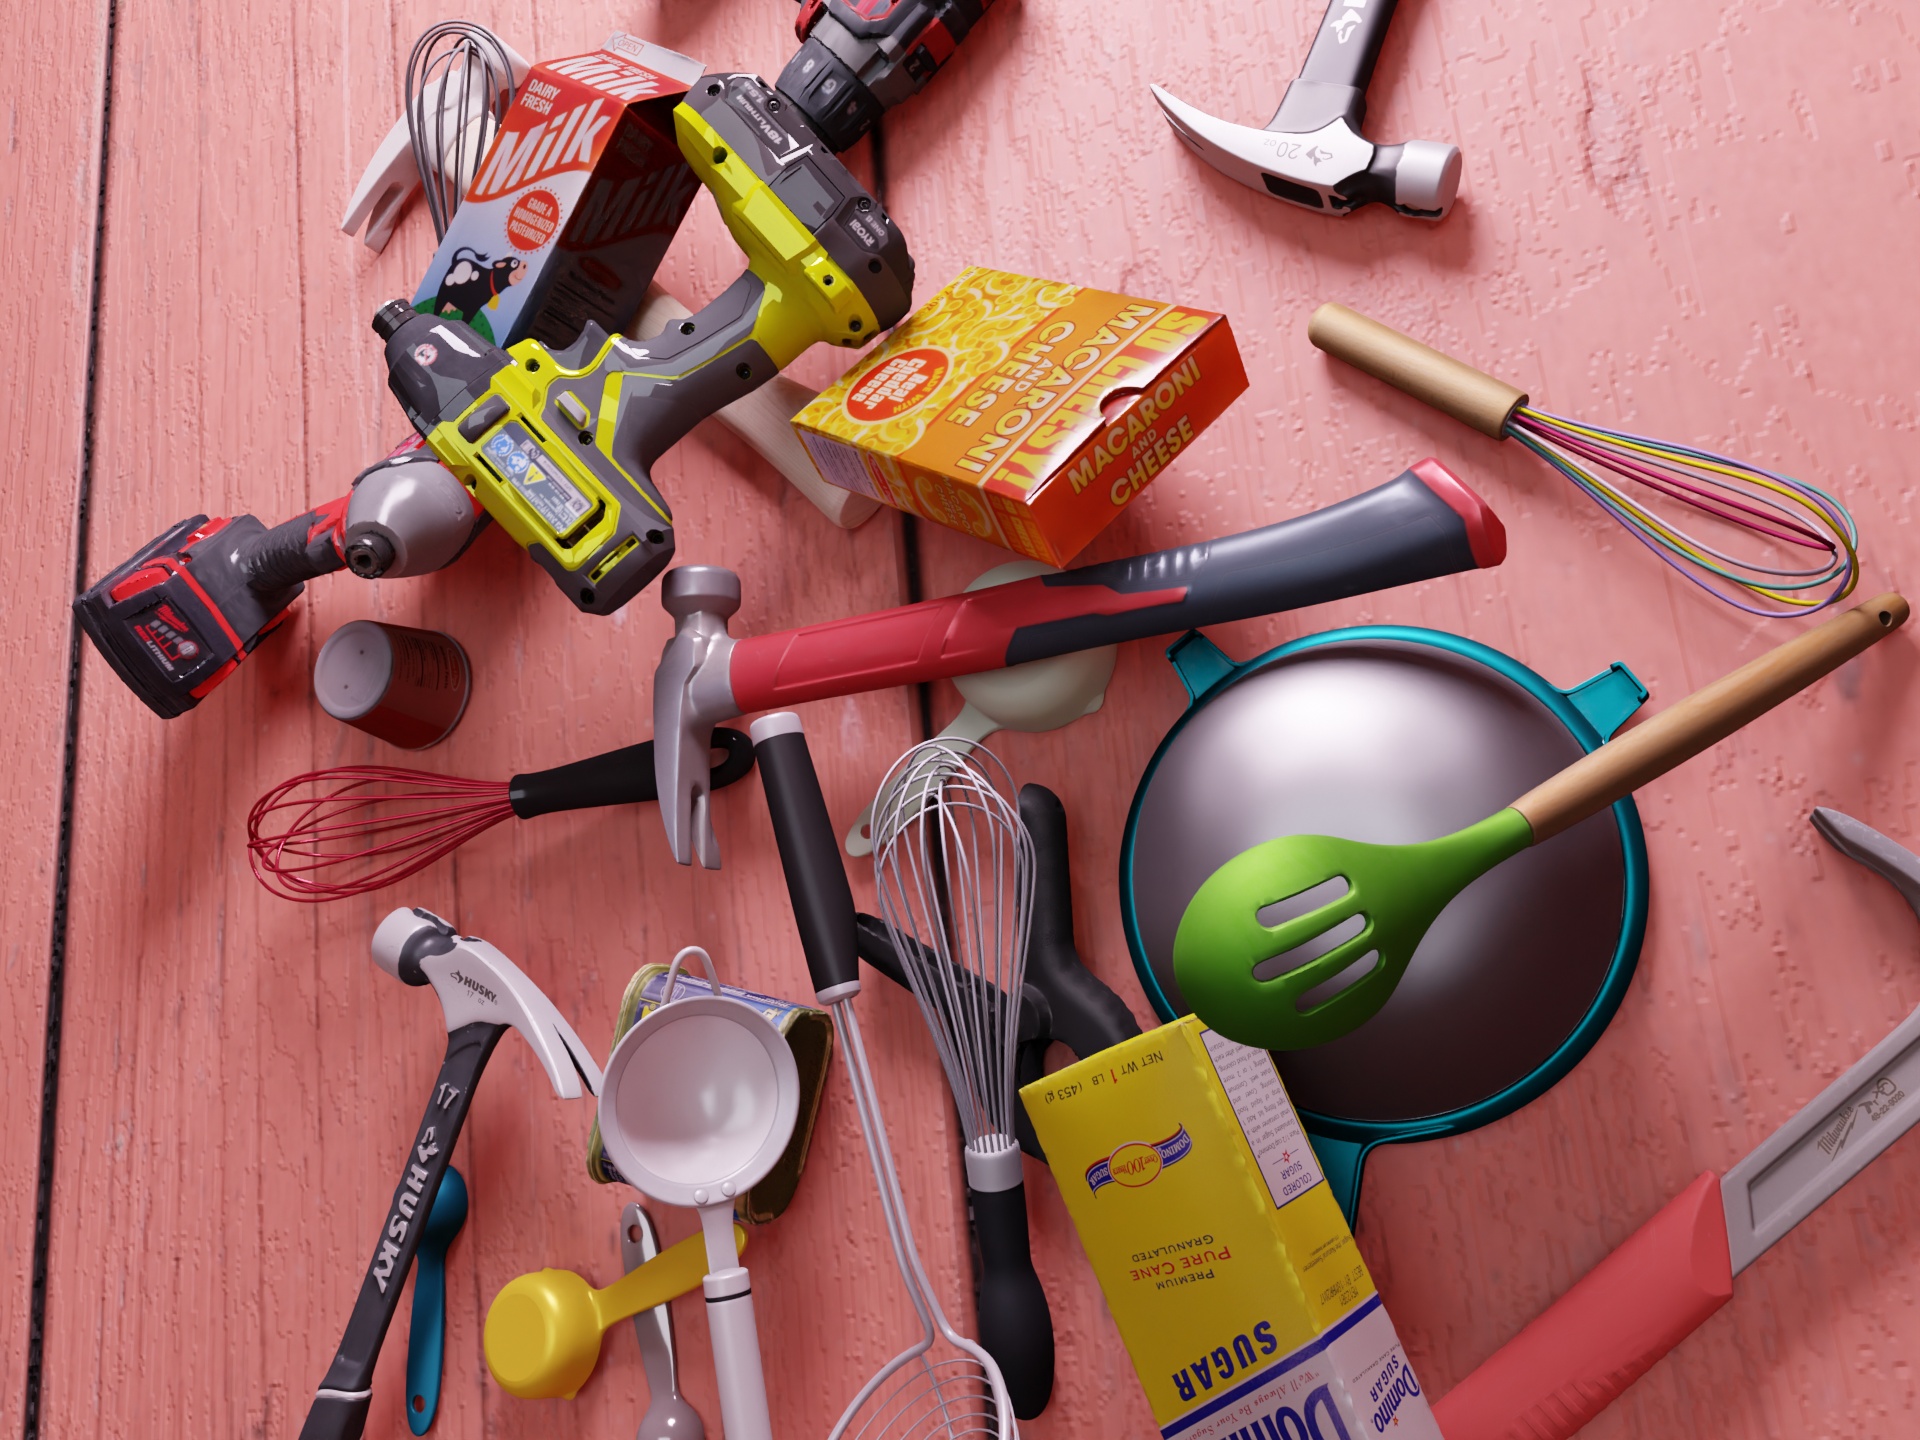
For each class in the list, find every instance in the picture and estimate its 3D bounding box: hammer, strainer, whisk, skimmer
[{"bbox_3d":[0.029,-0.027,0.668,0.386,0.038,0.143,-10,75,28],"label":"hammer"},{"bbox_3d":[-0.099,0.224,0.654,0.050,0.087,0.258,-28,70,61],"label":"strainer"},{"bbox_3d":[0.204,-0.393,0.726,0.146,0.035,0.335,20,86,26],"label":"hammer"},{"bbox_3d":[0.139,0.117,0.602,0.211,0.095,0.340,6,79,25],"label":"strainer"},{"bbox_3d":[-0.274,-0.248,0.853,0.055,0.055,0.238,23,115,26],"label":"whisk"},{"bbox_3d":[0.238,0.200,0.572,0.359,0.036,0.149,-45,65,8],"label":"hammer"},{"bbox_3d":[-0.189,-0.225,0.860,0.411,0.038,0.146,43,98,25],"label":"hammer"},{"bbox_3d":[0.243,-0.116,0.640,0.245,0.047,0.051,37,95,29],"label":"whisk"},{"bbox_3d":[-0.056,0.171,0.624,0.127,0.090,0.363,-30,70,46],"label":"skimmer"},{"bbox_3d":[0.010,0.147,0.640,0.070,0.070,0.284,-5,98,23],"label":"whisk"},{"bbox_3d":[-0.241,0.042,0.811,0.296,0.073,0.073,-11,74,15],"label":"whisk"},{"bbox_3d":[-0.283,0.305,0.757,0.149,0.036,0.409,21,93,32],"label":"hammer"}]

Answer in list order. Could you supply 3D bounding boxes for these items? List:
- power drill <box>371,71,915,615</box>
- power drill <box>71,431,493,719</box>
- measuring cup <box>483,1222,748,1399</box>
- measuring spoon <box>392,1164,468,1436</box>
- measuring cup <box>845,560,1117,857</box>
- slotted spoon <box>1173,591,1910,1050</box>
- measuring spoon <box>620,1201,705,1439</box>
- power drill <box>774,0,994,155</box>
[{"bbox_3d":[-0.147,-0.183,0.738,0.223,0.080,0.171,-43,91,-3],"label":"power drill"},{"bbox_3d":[-0.346,-0.086,0.842,0.219,0.078,0.143,-20,26,19],"label":"power drill"},{"bbox_3d":[-0.160,0.262,0.723,0.156,0.029,0.062,-33,61,24],"label":"measuring cup"},{"bbox_3d":[-0.267,0.284,0.782,0.042,0.021,0.129,-9,73,22],"label":"measuring spoon"},{"bbox_3d":[-0.001,-0.002,0.722,0.167,0.038,0.083,-47,64,5],"label":"measuring cup"},{"bbox_3d":[0.213,0.023,0.553,0.314,0.031,0.070,-26,92,-15],"label":"slotted spoon"},{"bbox_3d":[-0.144,0.284,0.730,0.034,0.018,0.124,-21,69,18],"label":"measuring spoon"},{"bbox_3d":[-0.098,-0.393,0.839,0.188,0.080,0.227,-46,68,8],"label":"power drill"}]
